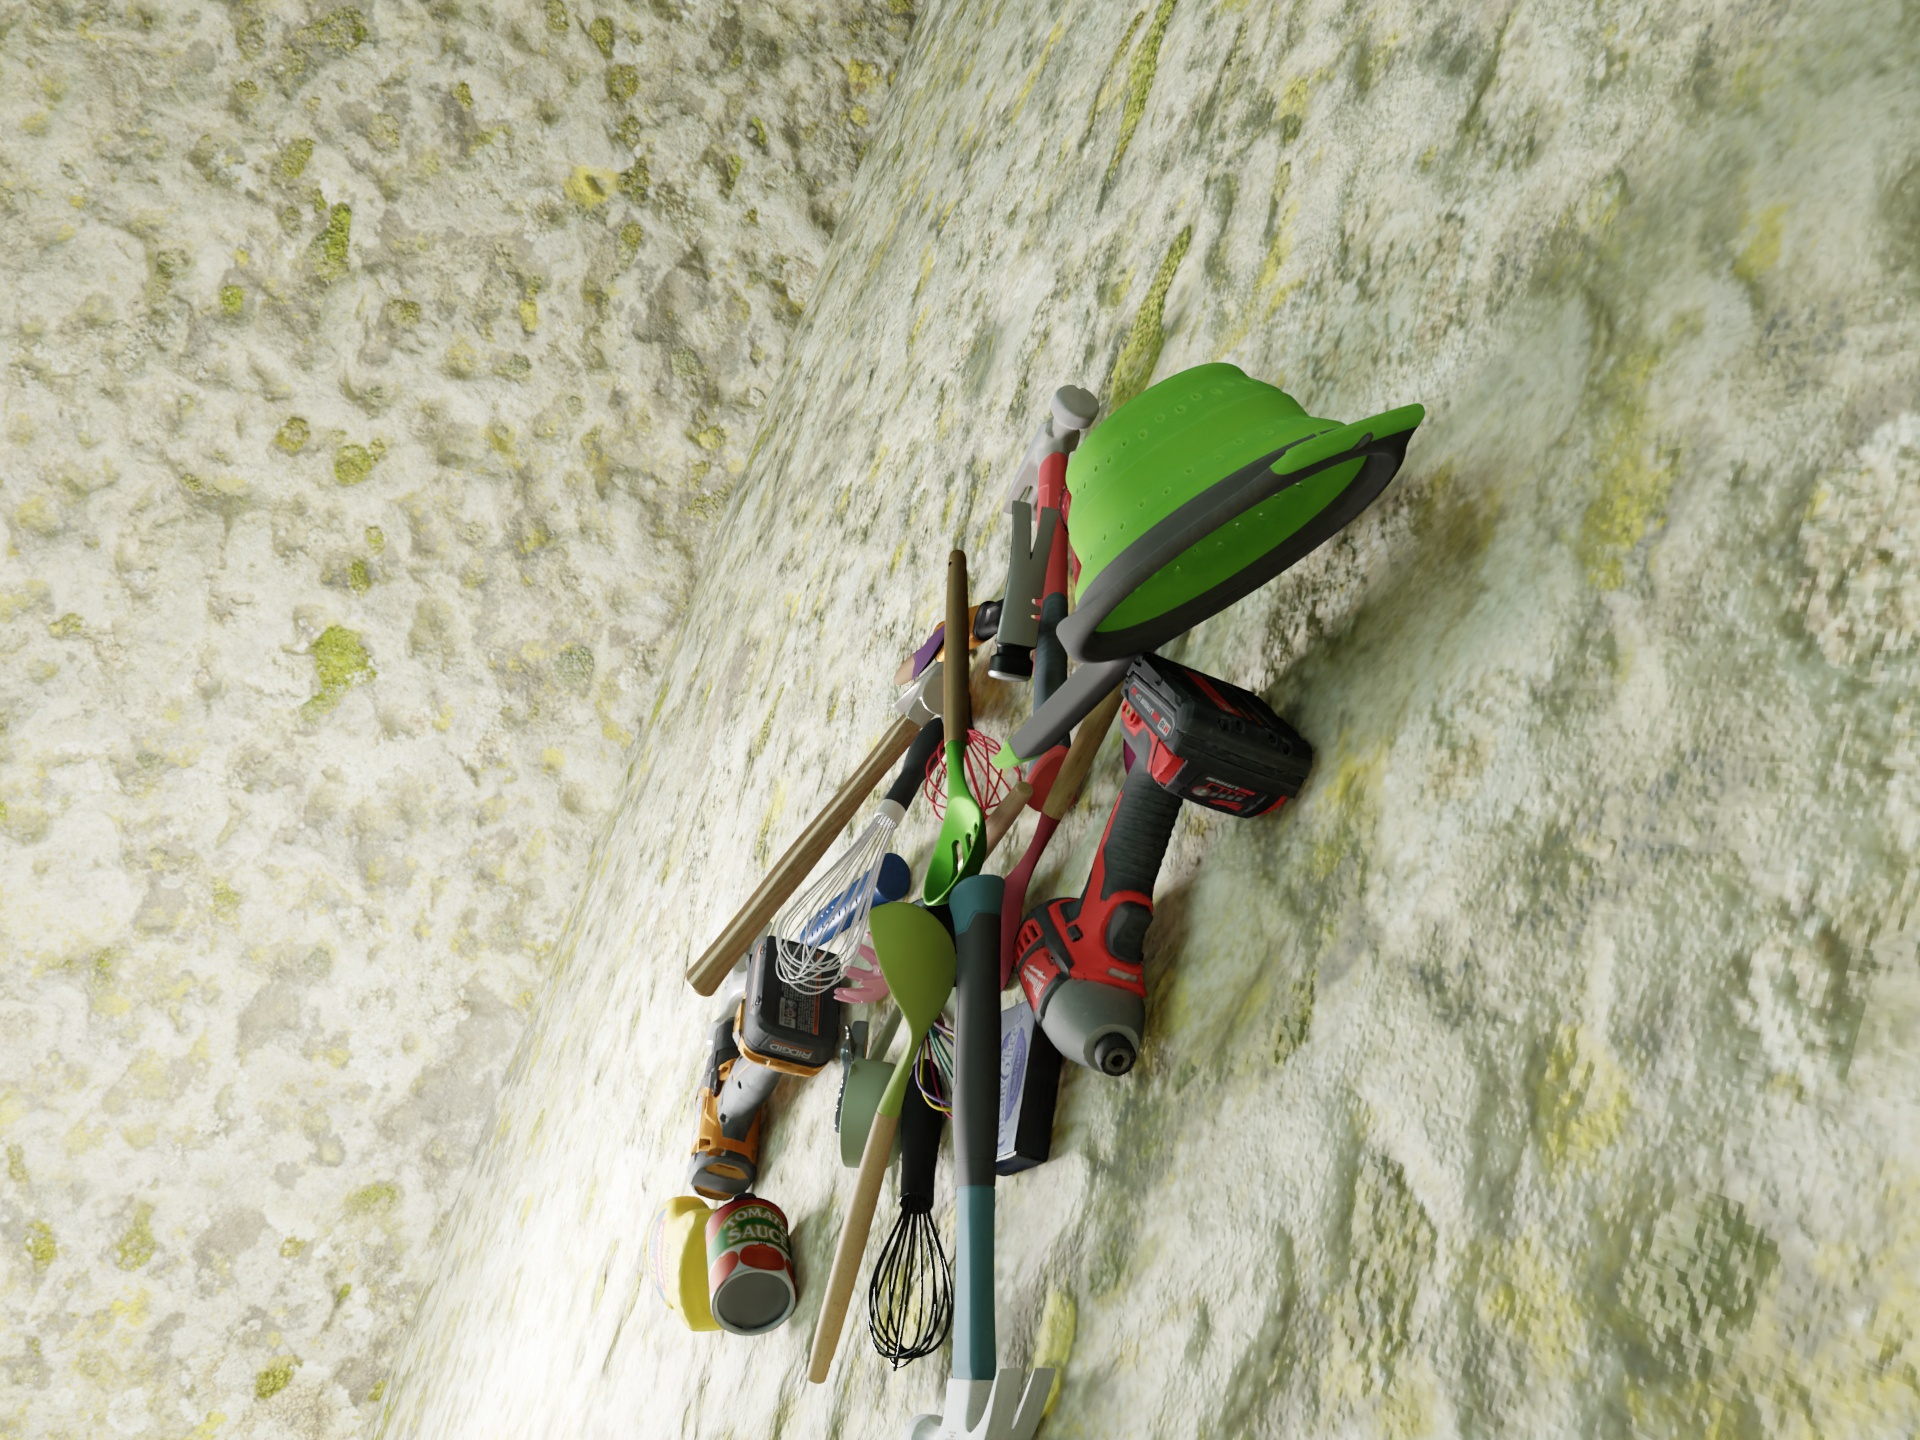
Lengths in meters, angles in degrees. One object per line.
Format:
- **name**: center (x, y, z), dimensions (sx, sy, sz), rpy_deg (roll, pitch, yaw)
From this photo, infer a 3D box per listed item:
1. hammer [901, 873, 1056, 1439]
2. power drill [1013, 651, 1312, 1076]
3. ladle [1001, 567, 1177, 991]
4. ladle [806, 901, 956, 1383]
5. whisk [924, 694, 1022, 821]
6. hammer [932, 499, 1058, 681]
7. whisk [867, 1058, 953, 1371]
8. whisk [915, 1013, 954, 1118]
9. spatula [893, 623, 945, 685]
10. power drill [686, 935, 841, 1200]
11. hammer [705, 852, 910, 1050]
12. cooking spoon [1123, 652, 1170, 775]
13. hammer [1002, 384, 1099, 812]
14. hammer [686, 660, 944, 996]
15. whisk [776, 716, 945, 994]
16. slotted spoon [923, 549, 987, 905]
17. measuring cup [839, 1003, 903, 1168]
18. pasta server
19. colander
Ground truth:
- **hammer**: center (0.008, 0.253, 0.912), dimensions (0.128, 0.033, 0.331), rpy_deg (-34, 51, 57)
- **power drill**: center (0.102, 0.086, 0.885), dimensions (0.143, 0.078, 0.219), rpy_deg (-116, 48, -68)
- **ladle**: center (0.073, 0.041, 1.053), dimensions (0.315, 0.031, 0.069), rpy_deg (-65, 19, 15)
- **ladle**: center (-0.064, 0.270, 1.009), dimensions (0.078, 0.062, 0.320), rpy_deg (-43, -32, -81)
- **whisk**: center (0.001, 0.018, 1.268), dimensions (0.073, 0.073, 0.296), rpy_deg (-62, 13, 15)
- **hammer**: center (0.018, -0.086, 1.275), dimensions (0.337, 0.034, 0.127), rpy_deg (169, 110, -80)
- **whisk**: center (-0.029, 0.310, 1.031), dimensions (0.055, 0.055, 0.239), rpy_deg (-56, 17, 31)
- **whisk**: center (-0.013, 0.221, 1.110), dimensions (0.047, 0.051, 0.245), rpy_deg (-46, 15, -1)
- **spatula**: center (-0.038, -0.051, 1.409), dimensions (0.060, 0.018, 0.316), rpy_deg (-58, 5, -8)
- **power drill**: center (-0.181, 0.292, 1.424), dimensions (0.186, 0.084, 0.226), rpy_deg (-93, 26, -53)
- **hammer**: center (-0.147, 0.201, 1.494), dimensions (0.405, 0.035, 0.144), rpy_deg (-40, 33, 54)
- **cooking spoon**: center (0.116, -0.069, 1.104), dimensions (0.068, 0.017, 0.319), rpy_deg (-54, 23, 32)
- **hammer**: center (0.064, -0.083, 1.223), dimensions (0.143, 0.038, 0.387), rpy_deg (119, 161, -48)
- **hammer**: center (-0.109, 0.087, 1.272), dimensions (0.331, 0.031, 0.130), rpy_deg (-51, 6, 6)
- **whisk**: center (-0.073, 0.101, 1.305), dimensions (0.070, 0.070, 0.285), rpy_deg (-40, 17, 54)
- **slotted spoon**: center (-0.002, -0.004, 1.149), dimensions (0.070, 0.031, 0.314), rpy_deg (-44, 36, 44)
- **measuring cup**: center (-0.048, 0.258, 1.160), dimensions (0.168, 0.038, 0.083), rpy_deg (-63, -25, -60)
- **pasta server**: center (-0.023, 0.132, 1.183), dimensions (0.316, 0.040, 0.060), rpy_deg (-56, 9, 47)
- **colander**: center (0.092, -0.087, 0.910), dimensions (0.094, 0.204, 0.397), rpy_deg (59, 146, 12)
